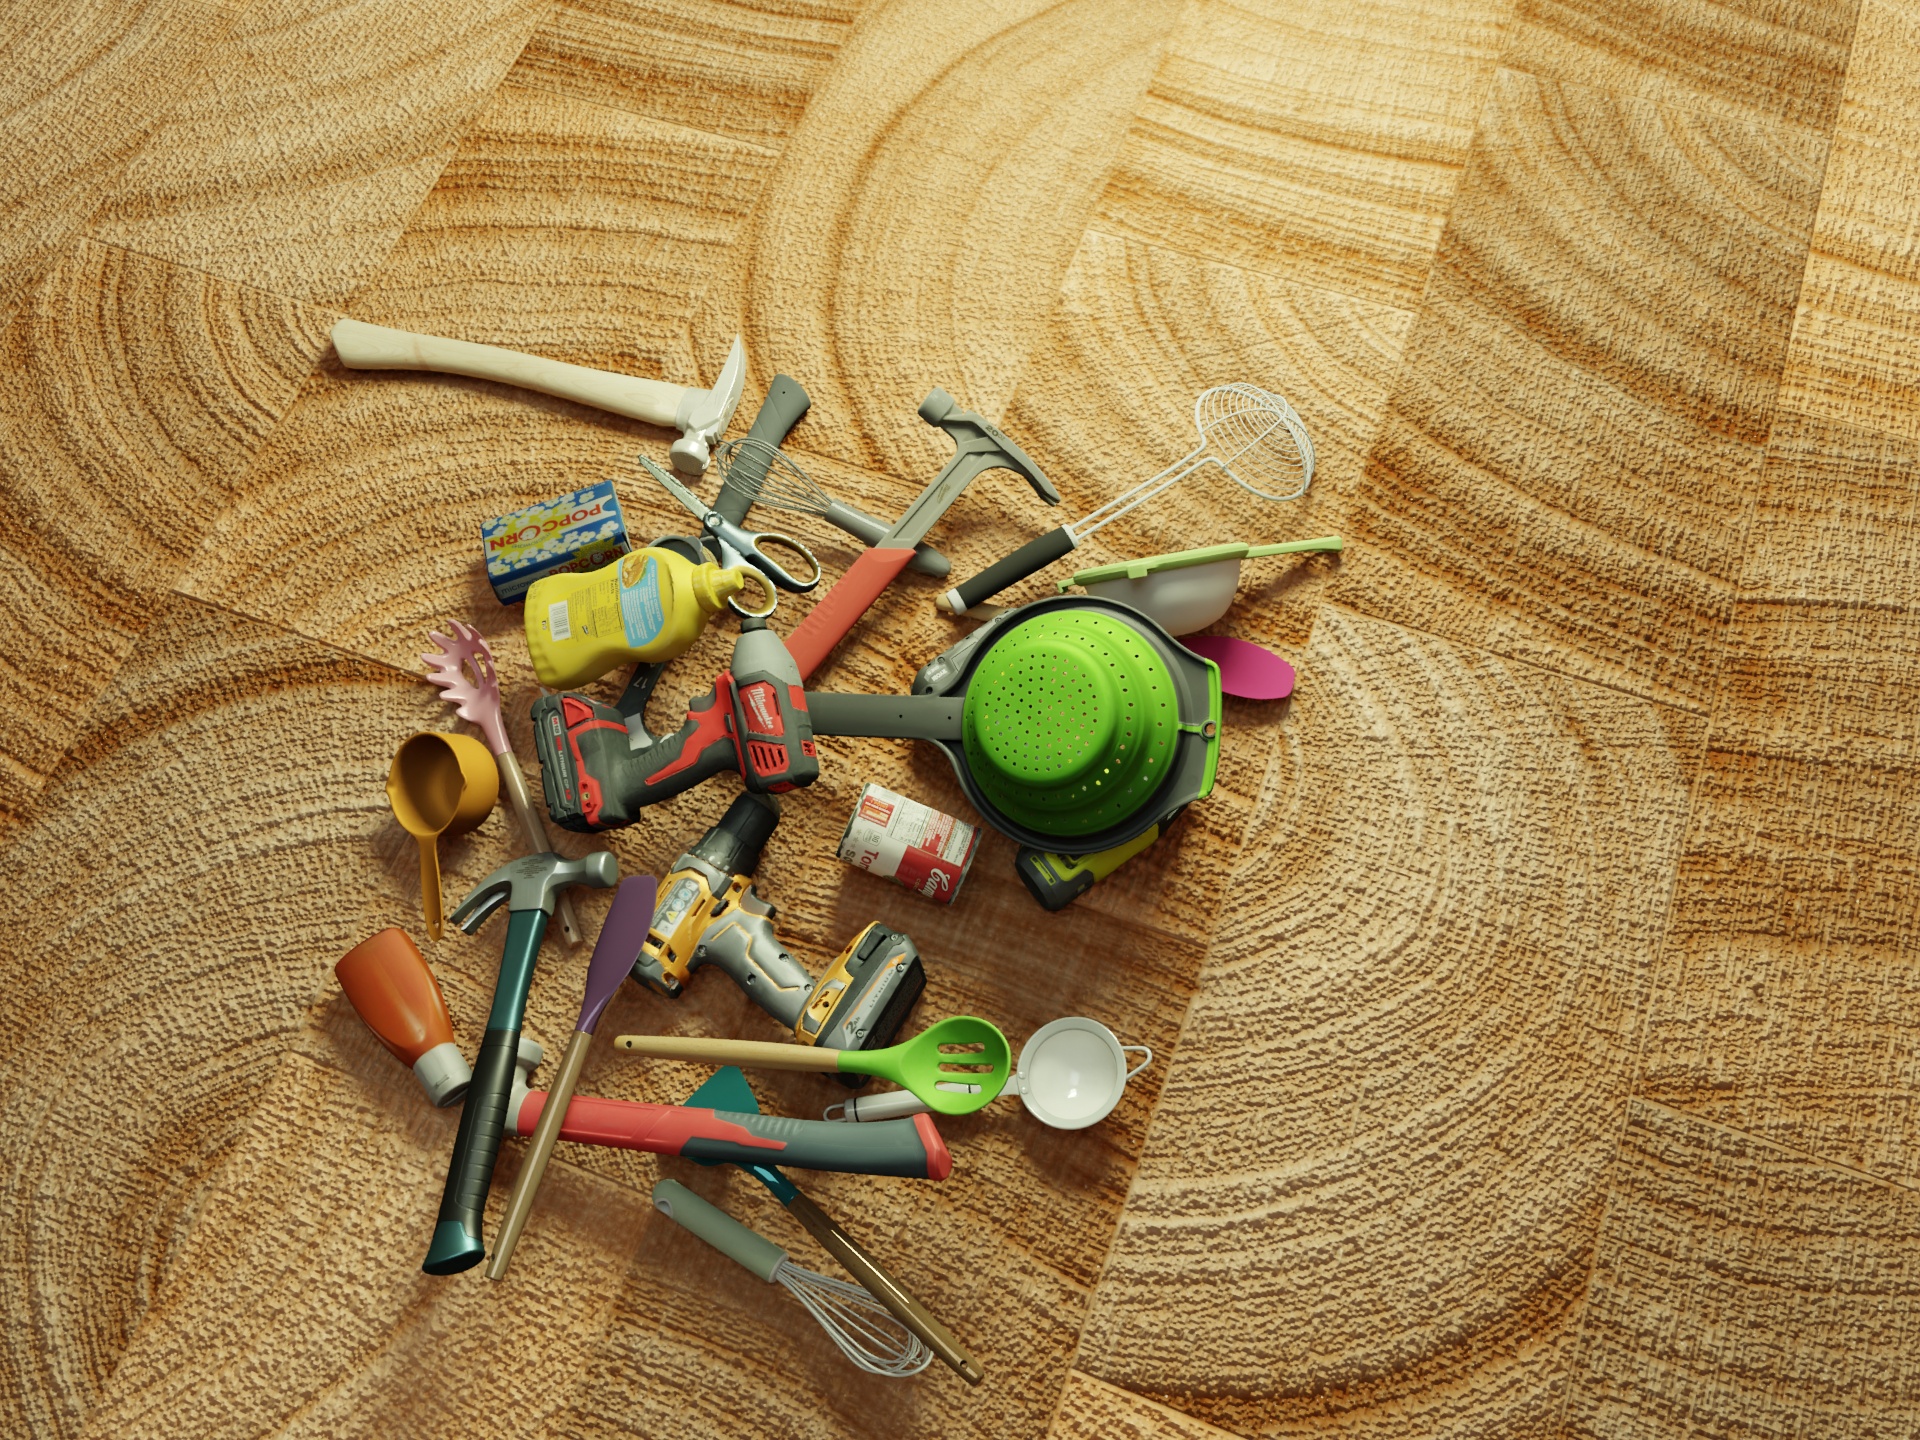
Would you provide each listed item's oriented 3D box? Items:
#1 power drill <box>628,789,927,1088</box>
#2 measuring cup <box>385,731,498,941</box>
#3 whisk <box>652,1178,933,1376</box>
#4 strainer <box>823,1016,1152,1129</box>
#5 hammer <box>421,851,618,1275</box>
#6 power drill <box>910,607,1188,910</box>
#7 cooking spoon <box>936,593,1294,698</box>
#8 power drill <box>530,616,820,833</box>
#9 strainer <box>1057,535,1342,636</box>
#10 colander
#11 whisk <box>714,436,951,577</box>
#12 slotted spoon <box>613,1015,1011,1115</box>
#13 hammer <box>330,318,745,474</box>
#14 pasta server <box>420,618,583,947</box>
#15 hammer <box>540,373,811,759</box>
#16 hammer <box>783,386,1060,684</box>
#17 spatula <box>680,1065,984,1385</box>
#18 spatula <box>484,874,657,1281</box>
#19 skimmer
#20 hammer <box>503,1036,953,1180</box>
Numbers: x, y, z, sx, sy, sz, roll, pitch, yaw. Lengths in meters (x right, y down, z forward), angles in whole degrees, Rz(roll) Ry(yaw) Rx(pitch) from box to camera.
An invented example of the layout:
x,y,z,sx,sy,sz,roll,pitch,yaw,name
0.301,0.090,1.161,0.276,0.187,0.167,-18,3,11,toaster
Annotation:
x,y,z,sx,sy,sz,roll,pitch,yaw,name
-0.138,0.167,1.265,0.226,0.084,0.185,25,68,19,power drill
-0.427,0.096,1.331,0.095,0.052,0.173,-6,87,29,measuring cup
-0.127,0.408,1.175,0.246,0.057,0.059,27,35,18,whisk
0.020,0.283,1.221,0.258,0.050,0.087,-10,59,5,strainer
-0.352,0.252,1.215,0.128,0.033,0.331,-5,56,14,hammer
0.077,0.024,1.318,0.171,0.080,0.223,-35,72,-11,power drill
0.132,-0.069,1.385,0.319,0.017,0.069,14,47,10,cooking spoon
-0.228,0.006,1.290,0.219,0.078,0.143,-15,80,13,power drill
0.222,-0.114,1.367,0.256,0.151,0.069,-9,92,-21,strainer
-0.002,-0.004,1.237,0.397,0.094,0.204,2,85,21,colander
-0.114,-0.189,1.421,0.239,0.055,0.055,28,69,-1,whisk
-0.112,0.246,1.166,0.314,0.031,0.070,0,69,17,slotted spoon
-0.412,-0.343,1.537,0.410,0.038,0.146,13,66,10,hammer
-0.384,0.052,1.354,0.060,0.040,0.316,-31,67,10,pasta server
-0.234,-0.147,1.437,0.149,0.036,0.409,17,67,12,hammer
-0.077,-0.114,1.384,0.149,0.037,0.359,41,82,-4,hammer
-0.100,0.370,1.163,0.318,0.044,0.082,37,71,26,spatula
-0.292,0.260,1.197,0.060,0.018,0.316,-6,57,40,spatula
0.152,-0.185,1.421,0.363,0.090,0.127,-30,76,-2,skimmer
-0.195,0.318,1.166,0.386,0.038,0.143,1,59,19,hammer
